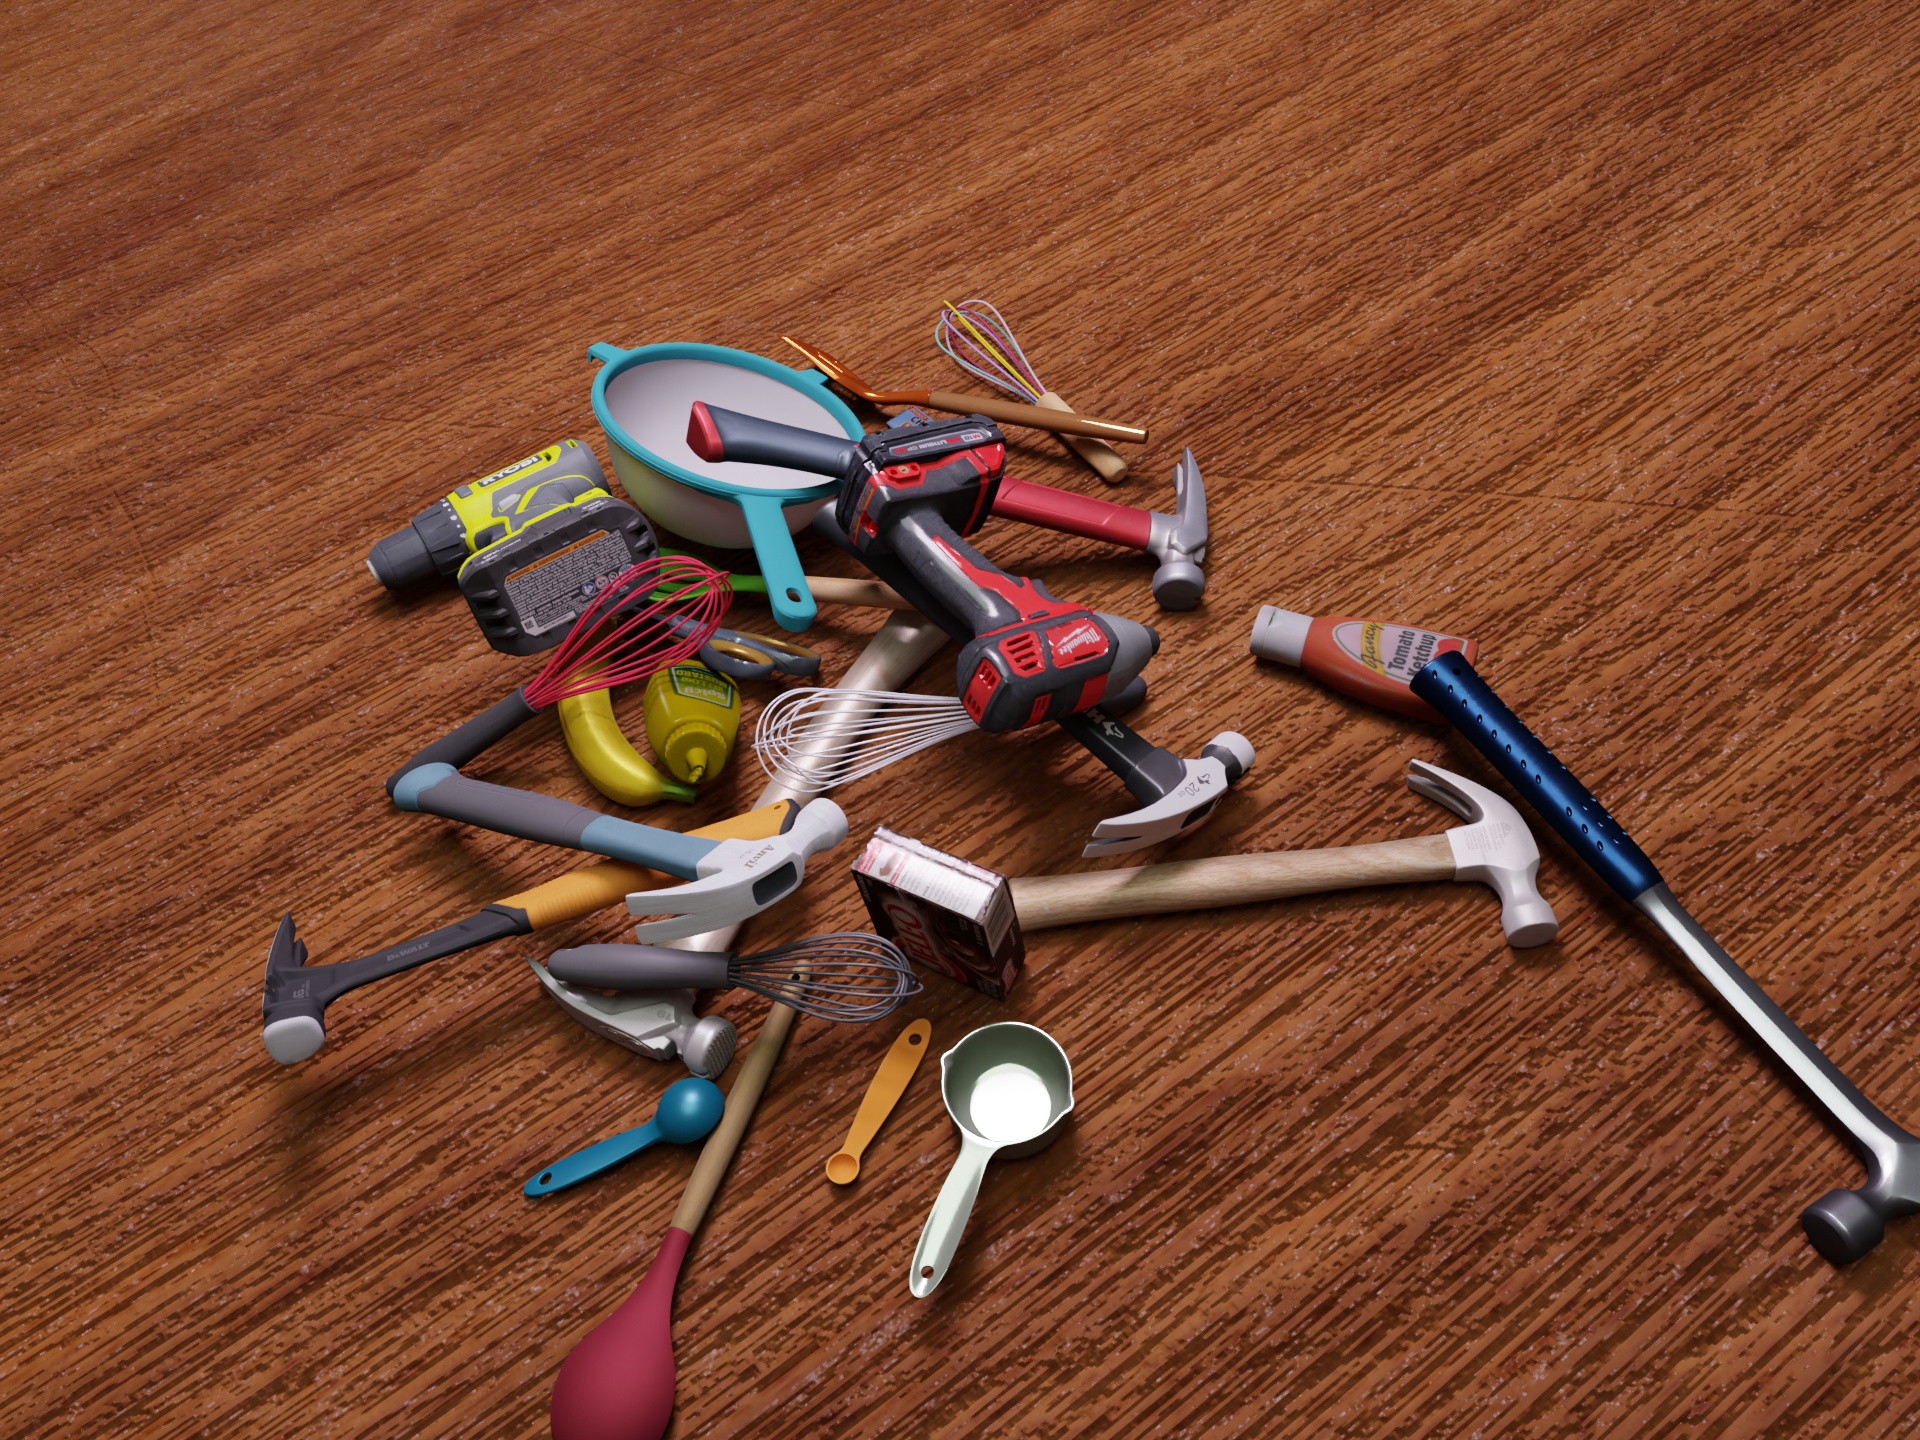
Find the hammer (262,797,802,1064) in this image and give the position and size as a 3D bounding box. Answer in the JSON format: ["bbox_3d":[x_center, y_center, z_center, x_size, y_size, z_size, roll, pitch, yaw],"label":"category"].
[{"bbox_3d":[-0.258,0.112,0.989,0.337,0.034,0.127,-18,28,-12],"label":"hammer"}]

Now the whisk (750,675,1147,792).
[{"bbox_3d":[-0.002,-0.003,1.068,0.284,0.070,0.070,-9,50,-21],"label":"whisk"}]

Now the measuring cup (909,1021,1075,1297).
[{"bbox_3d":[0.011,0.253,0.905,0.083,0.038,0.168,16,58,18],"label":"measuring cup"}]

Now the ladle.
[{"bbox_3d":[-0.148,0.272,0.915,0.069,0.031,0.316,11,53,17],"label":"ladle"}]

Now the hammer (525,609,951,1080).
[{"bbox_3d":[-0.121,0.044,1.082,0.146,0.038,0.411,19,56,21],"label":"hammer"}]

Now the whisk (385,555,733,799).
[{"bbox_3d":[-0.279,-0.025,1.087,0.296,0.073,0.073,-32,52,13],"label":"whisk"}]

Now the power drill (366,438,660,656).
[{"bbox_3d":[-0.332,-0.128,1.179,0.190,0.080,0.229,-29,32,-17],"label":"power drill"}]

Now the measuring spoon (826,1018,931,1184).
[{"bbox_3d":[-0.047,0.227,0.949,0.021,0.011,0.117,18,53,19],"label":"measuring spoon"}]

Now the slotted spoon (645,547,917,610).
[{"bbox_3d":[-0.114,-0.096,1.168,0.314,0.031,0.070,6,36,21],"label":"slotted spoon"}]

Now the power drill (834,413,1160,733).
[{"bbox_3d":[0.026,-0.094,1.026,0.143,0.078,0.220,-17,59,-33],"label":"power drill"}]

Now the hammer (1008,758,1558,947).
[{"bbox_3d":[0.195,0.096,1.007,0.331,0.031,0.130,-6,52,2],"label":"hammer"}]

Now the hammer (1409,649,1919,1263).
[{"bbox_3d":[0.420,0.108,0.945,0.144,0.035,0.406,-28,61,-15],"label":"hammer"}]

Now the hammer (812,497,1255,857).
[{"bbox_3d":[0.027,-0.041,1.051,0.335,0.035,0.146,40,47,18],"label":"hammer"}]

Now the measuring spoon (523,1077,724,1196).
[{"bbox_3d":[-0.201,0.244,0.932,0.128,0.021,0.042,-25,37,-3],"label":"measuring spoon"}]

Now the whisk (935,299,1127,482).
[{"bbox_3d":[0.054,-0.273,1.304,0.051,0.047,0.245,-30,58,-17],"label":"whisk"}]

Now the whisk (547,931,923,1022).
[{"bbox_3d":[-0.138,0.151,0.944,0.239,0.055,0.055,0,52,15],"label":"whisk"}]

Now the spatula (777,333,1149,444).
[{"bbox_3d":[0.000,-0.264,1.281,0.323,0.081,0.041,15,97,22],"label":"spatula"}]

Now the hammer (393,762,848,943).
[{"bbox_3d":[-0.235,0.067,0.991,0.331,0.033,0.128,9,34,34],"label":"hammer"}]

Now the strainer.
[{"bbox_3d":[-0.165,-0.154,1.180,0.211,0.095,0.341,2,42,-25],"label":"strainer"}]

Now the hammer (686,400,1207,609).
[{"bbox_3d":[-0.005,-0.184,1.166,0.386,0.038,0.143,12,52,-9],"label":"hammer"}]
